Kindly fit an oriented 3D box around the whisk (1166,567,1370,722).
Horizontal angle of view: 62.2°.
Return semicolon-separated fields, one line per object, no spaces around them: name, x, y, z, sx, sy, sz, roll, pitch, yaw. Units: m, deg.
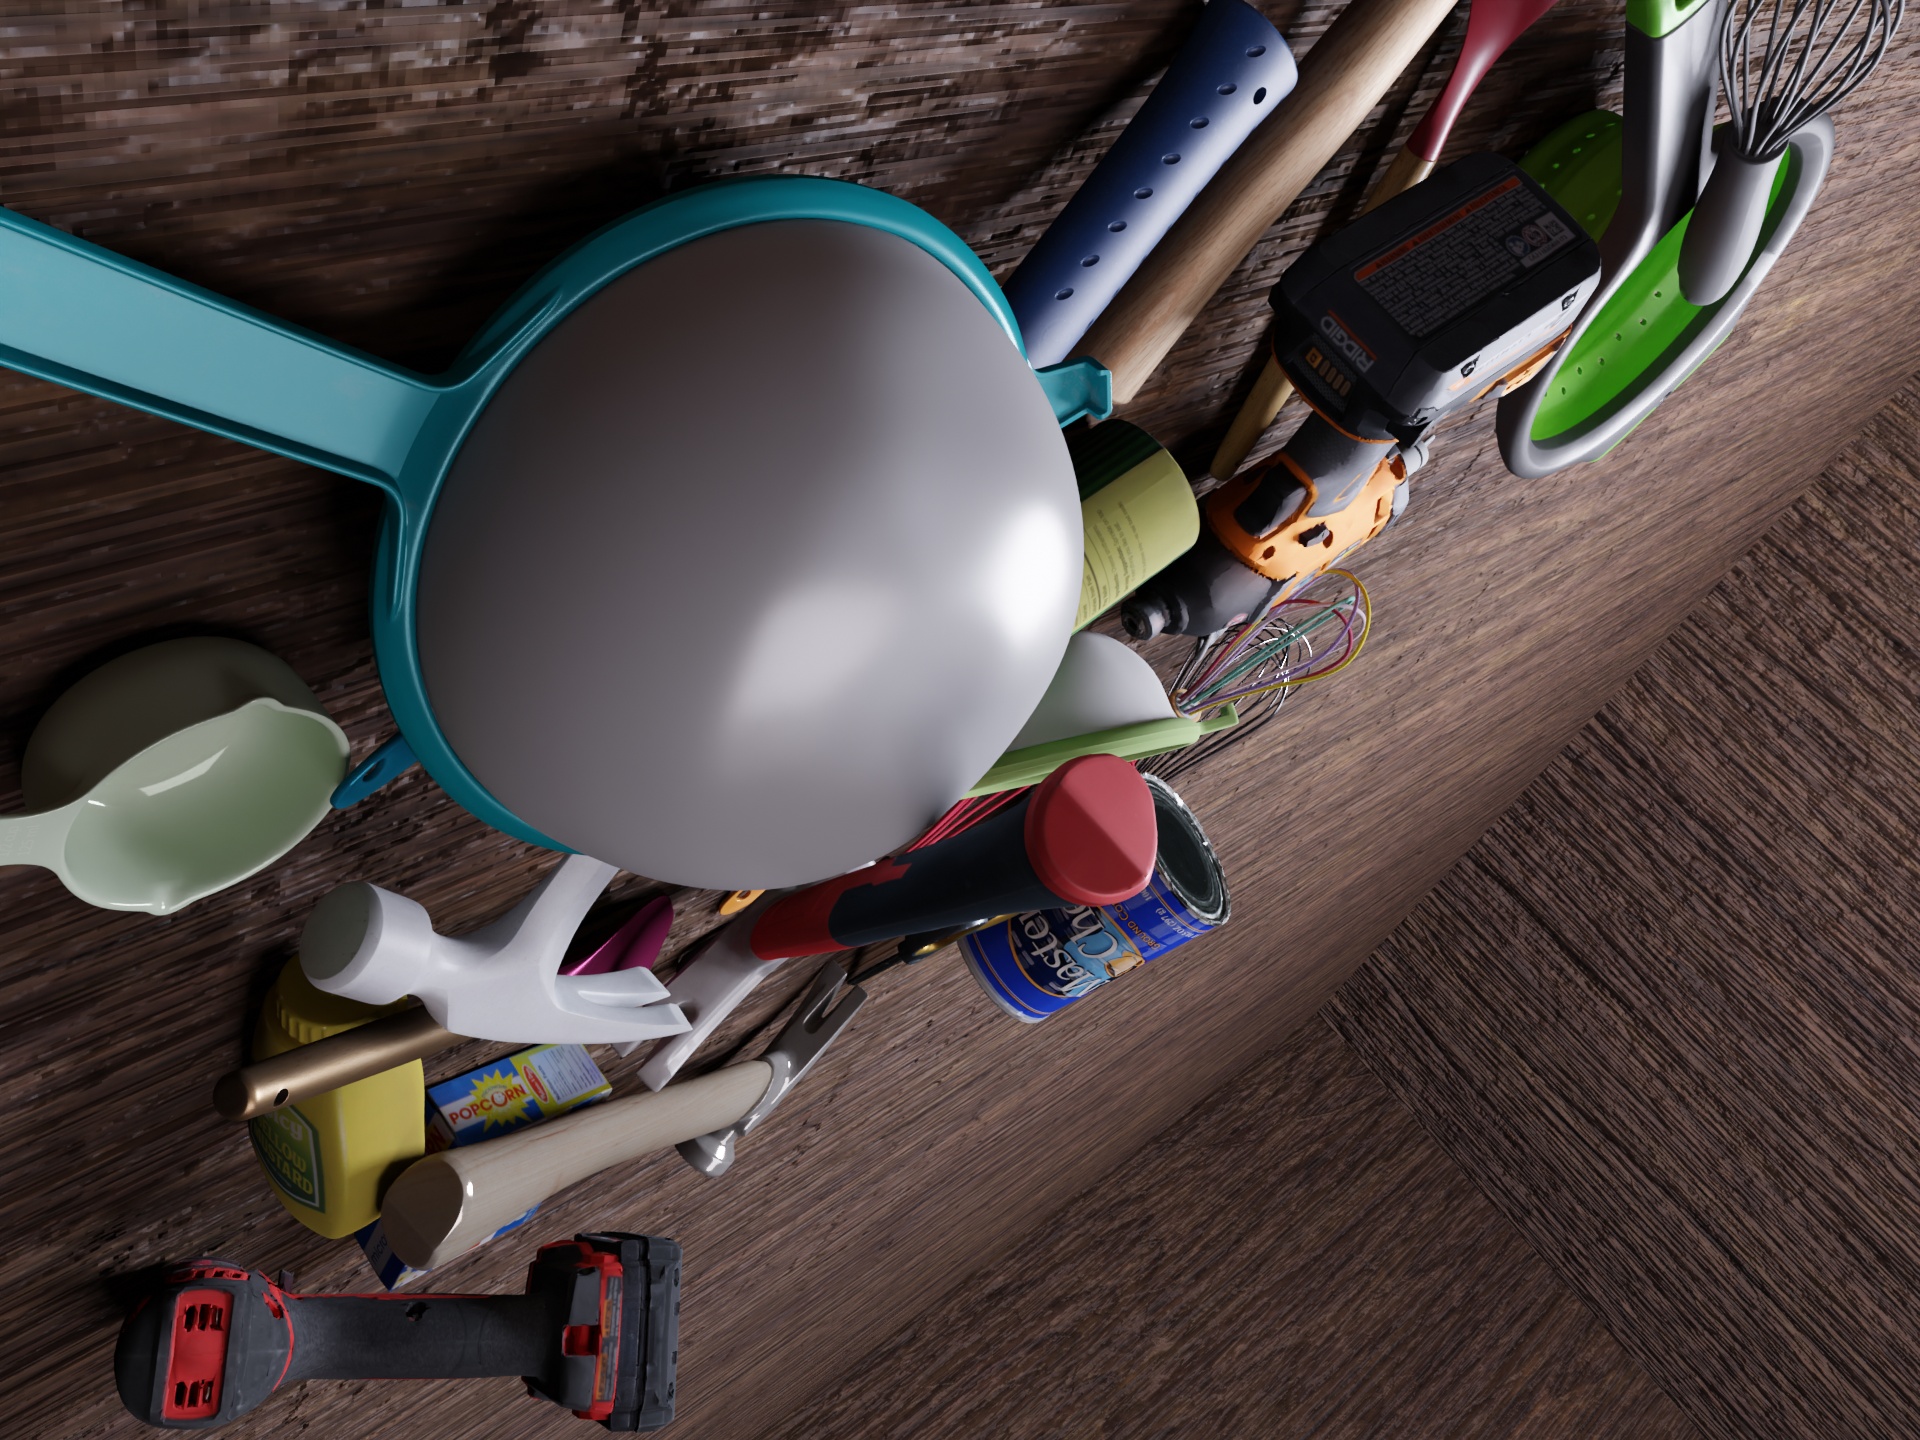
whisk;0.141;-0.014;0.894;0.051;0.047;0.245;-40;-179;-40

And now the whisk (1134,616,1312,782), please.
whisk;0.116;0.034;1.016;0.070;0.070;0.284;-13;150;-52

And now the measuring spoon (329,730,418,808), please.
measuring spoon;-0.138;-0.023;0.465;0.129;0.021;0.042;-46;172;-29

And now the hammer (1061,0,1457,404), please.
hammer;0.149;-0.239;0.535;0.130;0.031;0.331;11;130;-46

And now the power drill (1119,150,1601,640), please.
power drill;0.154;-0.118;0.682;0.164;0.084;0.226;-34;166;-23

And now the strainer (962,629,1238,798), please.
strainer;-0.001;-0.002;0.698;0.151;0.069;0.256;-16;173;37

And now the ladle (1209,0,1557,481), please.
ladle;0.177;-0.216;0.663;0.069;0.031;0.315;-19;152;-35

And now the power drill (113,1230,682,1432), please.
power drill;-0.242;0.264;0.689;0.219;0.079;0.143;8;162;-24

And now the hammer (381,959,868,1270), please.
hammer;-0.148;0.189;0.777;0.146;0.038;0.410;-49;168;2

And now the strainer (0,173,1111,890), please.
strainer;-0.077;-0.039;0.378;0.340;0.095;0.211;16;110;-51

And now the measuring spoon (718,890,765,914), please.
measuring spoon;-0.074;0.057;0.787;0.117;0.011;0.021;-38;151;0

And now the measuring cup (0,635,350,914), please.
measuring cup;-0.233;0.015;0.385;0.167;0.038;0.083;-8;141;-52

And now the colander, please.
colander;0.281;-0.241;0.701;0.204;0.095;0.396;-45;157;8

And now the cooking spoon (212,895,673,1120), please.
cooking spoon;-0.175;0.107;0.602;0.069;0.017;0.319;-64;170;4

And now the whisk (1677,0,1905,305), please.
whisk;0.302;-0.216;0.599;0.055;0.055;0.238;-42;161;2

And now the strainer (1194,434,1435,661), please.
strainer;0.193;-0.108;0.885;0.258;0.050;0.086;-34;162;-34

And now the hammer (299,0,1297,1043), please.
hammer;-0.032;-0.056;0.516;0.405;0.035;0.144;-51;143;2

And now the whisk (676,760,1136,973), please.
whisk;-0.018;0.076;0.859;0.296;0.073;0.073;-24;154;-24

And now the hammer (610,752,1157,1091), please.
hammer;-0.040;0.075;0.564;0.143;0.038;0.386;-44;-175;-21
